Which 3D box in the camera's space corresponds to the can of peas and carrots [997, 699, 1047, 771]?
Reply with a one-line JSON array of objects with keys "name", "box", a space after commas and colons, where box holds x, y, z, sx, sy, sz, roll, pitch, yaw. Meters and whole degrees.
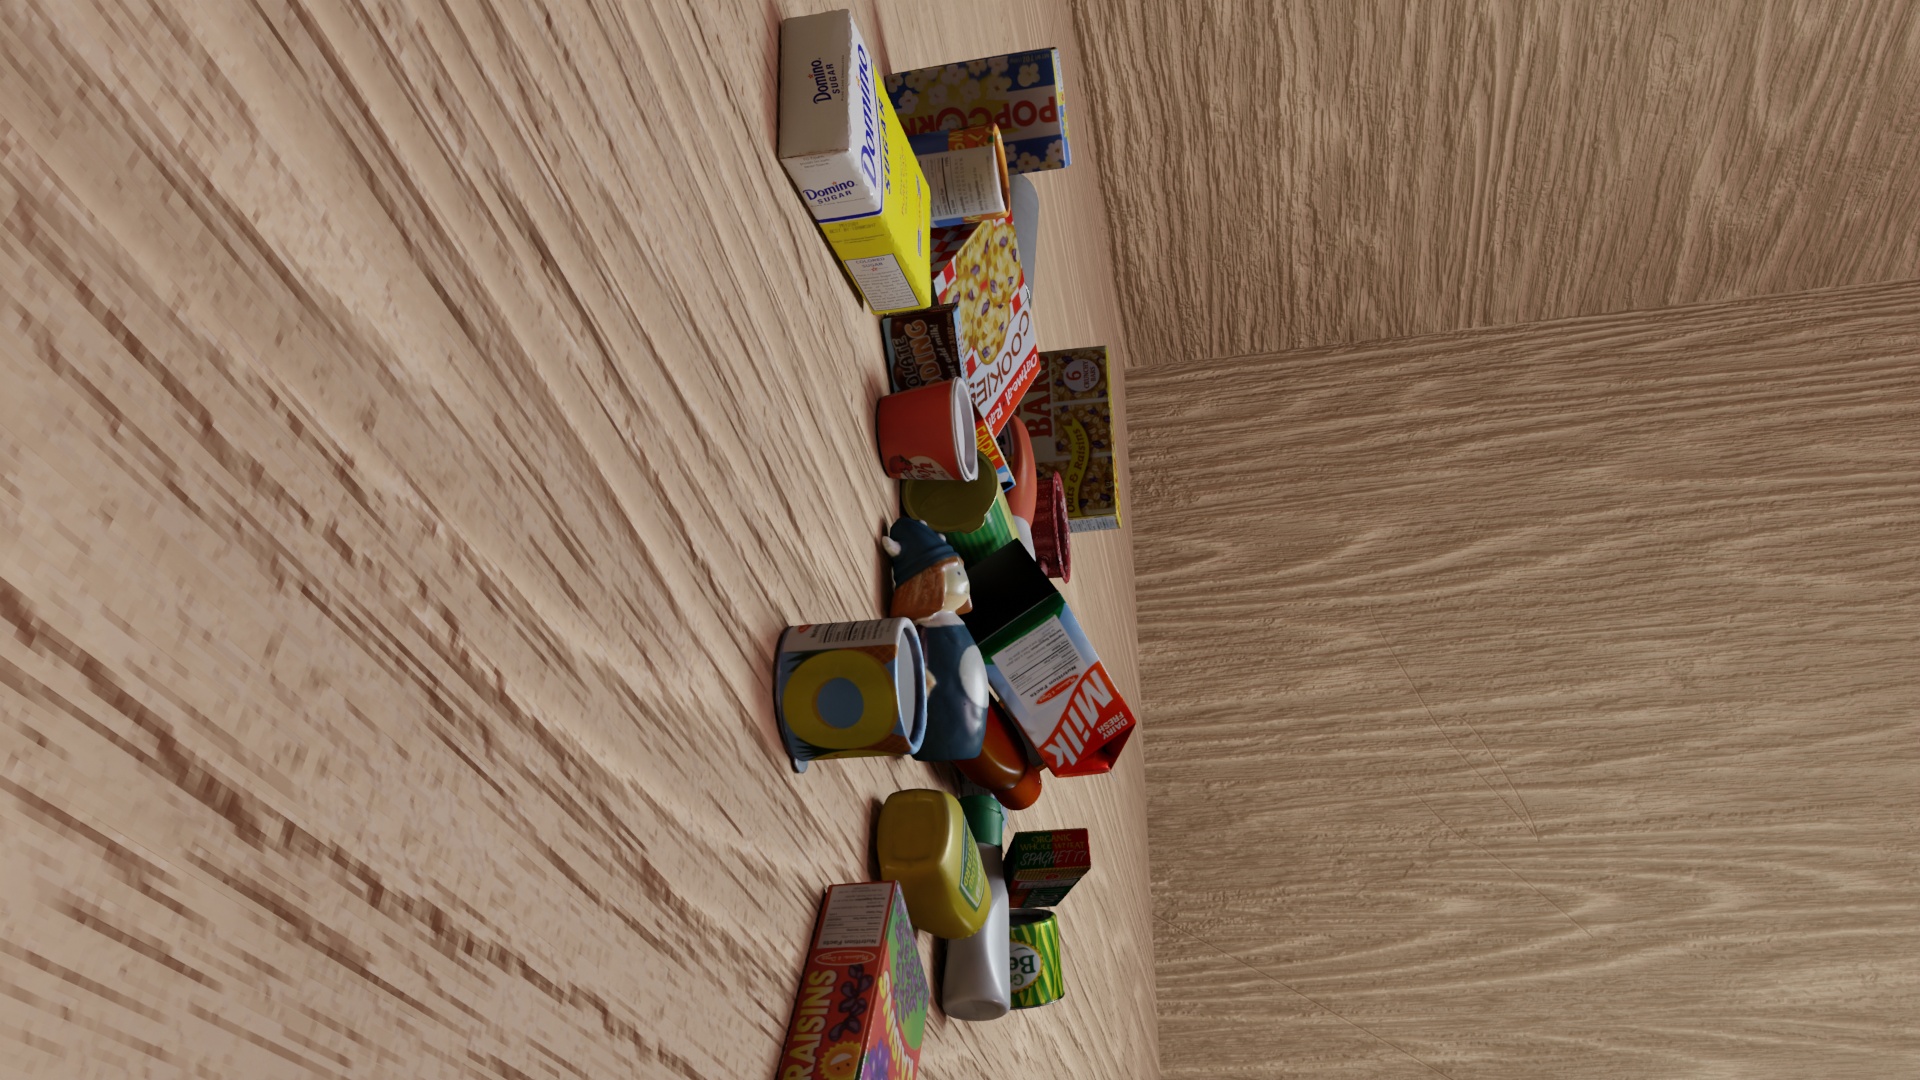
[{"name": "can of peas and carrots", "box": [0.054, 0.160, 1.163, 0.059, 0.071, 0.071, -26, 110, -78]}]

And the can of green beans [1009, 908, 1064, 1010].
[{"name": "can of green beans", "box": [0.040, 0.302, 1.006, 0.071, 0.071, 0.058, 17, 68, -79]}]

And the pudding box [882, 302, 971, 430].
[{"name": "pudding box", "box": [-0.021, -0.115, 0.939, 0.030, 0.049, 0.083, -69, 153, -71]}]

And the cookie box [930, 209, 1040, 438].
[{"name": "cookie box", "box": [0.007, -0.159, 1.040, 0.123, 0.040, 0.166, -57, 147, -37]}]

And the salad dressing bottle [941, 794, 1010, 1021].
[{"name": "salad dressing bottle", "box": [0.011, 0.247, 0.944, 0.064, 0.044, 0.148, 72, 14, -49]}]

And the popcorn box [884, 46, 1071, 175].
[{"name": "popcorn box", "box": [0.014, -0.310, 1.024, 0.038, 0.127, 0.085, -63, 146, -66]}]

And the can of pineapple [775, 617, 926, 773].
[{"name": "can of pineapple", "box": [-0.050, 0.073, 0.663, 0.071, 0.058, 0.071, -7, 92, -80]}]

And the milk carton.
[{"name": "milk carton", "box": [0.061, 0.096, 0.977, 0.189, 0.073, 0.072, 57, -2, -38]}]

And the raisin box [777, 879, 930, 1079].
[{"name": "raisin box", "box": [-0.047, 0.235, 0.651, 0.124, 0.040, 0.085, -77, 160, -58]}]

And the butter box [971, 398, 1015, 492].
[{"name": "butter box", "box": [0.003, -0.058, 1.010, 0.024, 0.053, 0.103, 57, -1, 29]}]

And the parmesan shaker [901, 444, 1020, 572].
[{"name": "parmesan shaker", "box": [0.003, -0.012, 0.969, 0.102, 0.071, 0.071, 66, 21, -62]}]

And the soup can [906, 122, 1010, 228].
[{"name": "soup can", "box": [-0.011, -0.254, 0.971, 0.071, 0.084, 0.071, -8, 92, -80]}]

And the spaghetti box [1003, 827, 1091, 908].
[{"name": "spaghetti box", "box": [0.057, 0.246, 1.027, 0.249, 0.050, 0.029, 95, -7, -70]}]

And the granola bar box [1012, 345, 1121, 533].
[{"name": "granola bar box", "box": [0.075, -0.088, 1.238, 0.039, 0.124, 0.166, 60, 27, -66]}]

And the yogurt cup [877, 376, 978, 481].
[{"name": "yogurt cup", "box": [-0.022, -0.070, 0.901, 0.072, 0.054, 0.072, -8, 92, -80]}]

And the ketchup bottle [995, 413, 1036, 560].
[{"name": "ketchup bottle", "box": [0.031, -0.033, 1.081, 0.043, 0.064, 0.149, 50, 22, -41]}]

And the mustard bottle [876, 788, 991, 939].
[{"name": "mustard bottle", "box": [-0.010, 0.204, 0.834, 0.159, 0.049, 0.065, 69, 20, -54]}]

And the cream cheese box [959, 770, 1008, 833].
[{"name": "cream cheese box", "box": [0.016, 0.177, 1.056, 0.053, 0.024, 0.103, -48, 131, -76]}]

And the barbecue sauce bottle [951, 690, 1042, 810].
[{"name": "barbecue sauce bottle", "box": [0.018, 0.143, 0.971, 0.148, 0.043, 0.065, 57, 21, -49]}]
